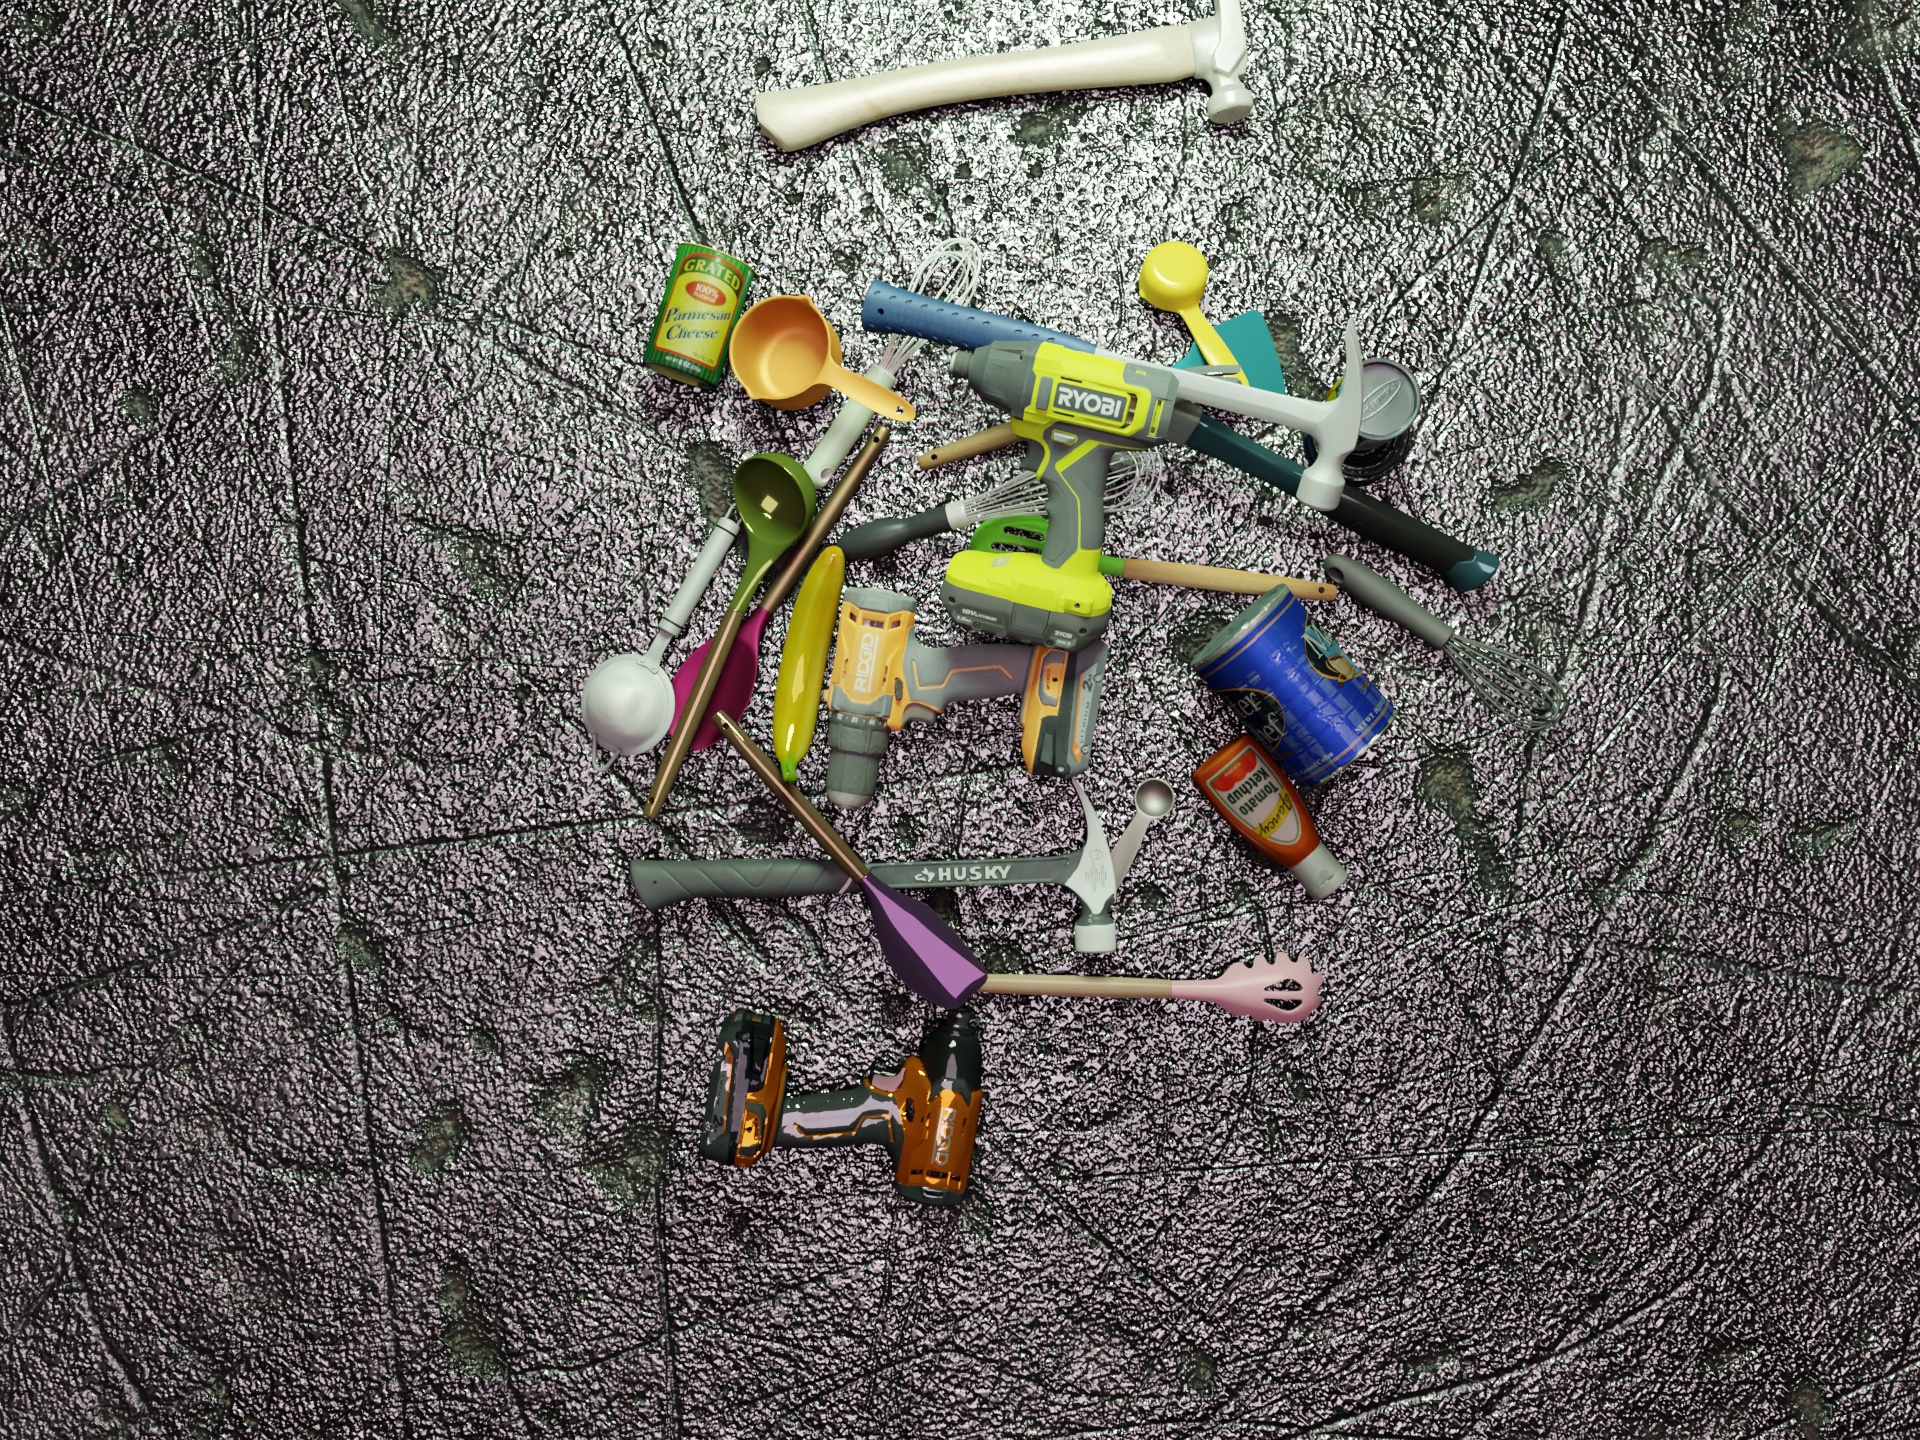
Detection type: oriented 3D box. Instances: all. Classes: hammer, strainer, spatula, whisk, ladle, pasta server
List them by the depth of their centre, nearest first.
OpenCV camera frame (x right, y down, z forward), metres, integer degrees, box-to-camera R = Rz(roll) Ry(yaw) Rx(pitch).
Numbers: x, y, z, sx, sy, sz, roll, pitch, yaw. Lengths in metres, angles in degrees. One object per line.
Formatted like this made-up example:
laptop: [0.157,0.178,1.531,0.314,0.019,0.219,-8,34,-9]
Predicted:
hammer: [0.117,-0.285,1.252,0.405,0.035,0.144,17,119,11]
whisk: [0.029,-0.179,1.312,0.284,0.070,0.070,-15,91,13]
ladle: [-0.202,-0.069,1.314,0.078,0.062,0.320,23,91,23]
hammer: [0.293,-0.190,1.318,0.331,0.033,0.128,25,135,-7]
spatula: [-0.099,0.113,1.318,0.060,0.018,0.316,-42,87,-1]
hammer: [0.032,-0.549,1.331,0.410,0.038,0.146,-9,90,0]
whisk: [-0.060,-0.299,1.334,0.059,0.057,0.246,37,94,33]
strainer: [-0.250,-0.073,1.338,0.087,0.050,0.258,29,87,14]
whisk: [0.406,-0.068,1.340,0.239,0.055,0.055,35,91,4]
hammer: [-0.074,0.127,1.342,0.409,0.036,0.149,-2,87,1]
spatula: [0.117,-0.265,1.345,0.317,0.044,0.082,-17,91,5]
pasta server: [0.151,0.226,1.353,0.316,0.040,0.060,1,91,4]

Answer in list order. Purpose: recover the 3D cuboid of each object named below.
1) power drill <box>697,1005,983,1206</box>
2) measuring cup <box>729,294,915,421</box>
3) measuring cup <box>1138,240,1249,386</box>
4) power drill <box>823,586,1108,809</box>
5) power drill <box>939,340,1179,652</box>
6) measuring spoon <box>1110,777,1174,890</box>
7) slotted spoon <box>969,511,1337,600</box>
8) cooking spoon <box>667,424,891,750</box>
power drill: [-0.093,0.305,1.326,0.226,0.084,0.164,10,91,-5]
measuring cup: [-0.106,-0.282,1.311,0.174,0.052,0.095,29,92,12]
measuring cup: [0.200,-0.332,1.313,0.062,0.029,0.157,-23,70,-11]
power drill: [-0.002,-0.004,1.322,0.226,0.084,0.185,10,93,3]
power drill: [0.061,-0.179,1.237,0.171,0.080,0.223,14,116,5]
measuring spoon: [0.145,0.105,1.357,0.034,0.018,0.124,30,98,15]
slotted spoon: [0.163,-0.128,1.345,0.313,0.031,0.070,7,88,-2]
cooking spoon: [-0.150,-0.115,1.346,0.069,0.017,0.319,34,91,9]
